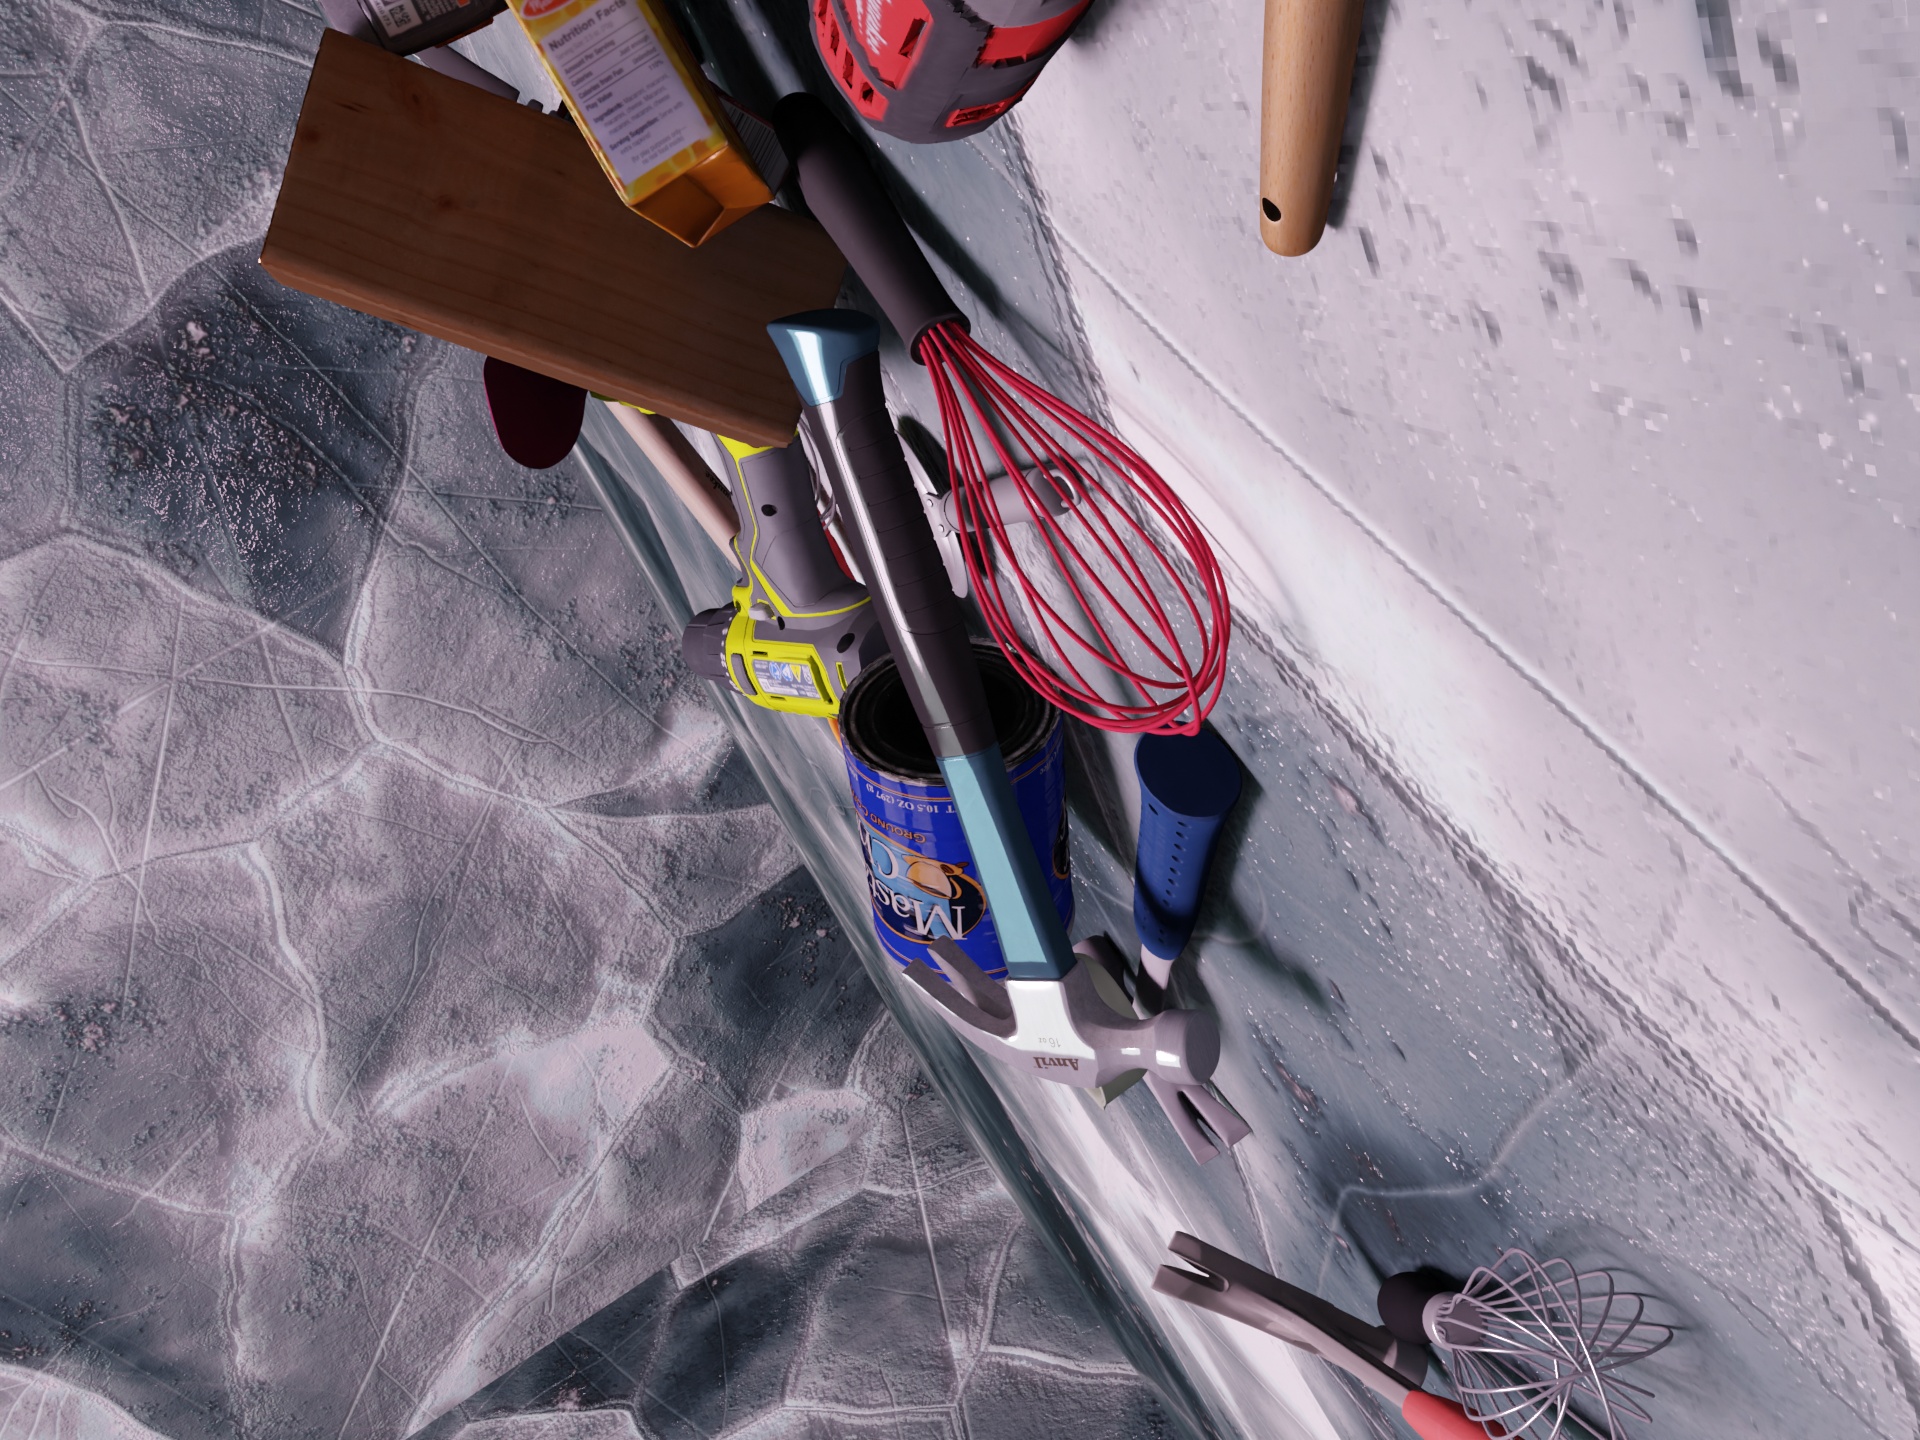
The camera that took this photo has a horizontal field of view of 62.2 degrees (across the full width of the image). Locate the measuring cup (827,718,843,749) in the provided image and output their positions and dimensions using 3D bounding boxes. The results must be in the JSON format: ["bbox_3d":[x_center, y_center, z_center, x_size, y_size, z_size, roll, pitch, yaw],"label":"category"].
[{"bbox_3d":[-0.003,-0.007,0.859,0.174,0.052,0.095,13,119,45],"label":"measuring cup"}]

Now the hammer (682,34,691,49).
[{"bbox_3d":[-0.096,-0.287,0.542,0.130,0.031,0.332,64,168,-27],"label":"hammer"}]

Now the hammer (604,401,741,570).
[{"bbox_3d":[-0.205,-0.197,0.963,0.410,0.038,0.146,54,-167,-36],"label":"hammer"}]

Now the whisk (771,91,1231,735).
[{"bbox_3d":[0.002,-0.113,0.528,0.296,0.073,0.073,60,171,26],"label":"whisk"}]

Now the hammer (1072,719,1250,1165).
[{"bbox_3d":[0.098,0.109,0.750,0.144,0.035,0.405,54,168,23],"label":"hammer"}]

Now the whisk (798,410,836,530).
[{"bbox_3d":[-0.122,-0.207,0.850,0.055,0.055,0.238,37,151,62],"label":"whisk"}]

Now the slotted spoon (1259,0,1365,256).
[{"bbox_3d":[0.052,-0.175,0.204,0.070,0.031,0.313,49,168,25],"label":"slotted spoon"}]

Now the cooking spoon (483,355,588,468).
[{"bbox_3d":[-0.197,-0.192,0.869,0.319,0.017,0.068,-71,-28,-70],"label":"cooking spoon"}]

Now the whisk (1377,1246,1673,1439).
[{"bbox_3d":[0.196,0.233,0.605,0.070,0.070,0.284,55,174,15],"label":"whisk"}]

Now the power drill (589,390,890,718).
[{"bbox_3d":[-0.114,-0.107,0.819,0.191,0.080,0.228,8,124,50],"label":"power drill"}]

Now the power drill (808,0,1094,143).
[{"bbox_3d":[-0.037,-0.235,0.317,0.219,0.078,0.143,57,169,-8],"label":"power drill"}]

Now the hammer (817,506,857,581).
[{"bbox_3d":[-0.099,-0.133,0.955,0.386,0.038,0.143,62,167,-17],"label":"hammer"}]

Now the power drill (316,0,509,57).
[{"bbox_3d":[-0.232,-0.373,0.658,0.227,0.084,0.164,-99,-13,-57],"label":"power drill"}]

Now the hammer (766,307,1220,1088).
[{"bbox_3d":[-0.001,-0.002,0.628,0.128,0.033,0.331,-7,109,38],"label":"hammer"}]

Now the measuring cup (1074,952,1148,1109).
[{"bbox_3d":[0.059,0.155,0.856,0.083,0.038,0.167,60,171,-4],"label":"measuring cup"}]

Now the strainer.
[{"bbox_3d":[-0.004,-0.088,0.661,0.087,0.050,0.258,65,165,-11],"label":"strainer"}]

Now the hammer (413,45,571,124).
[{"bbox_3d":[-0.234,-0.318,0.872,0.127,0.034,0.337,28,-171,-16],"label":"hammer"}]

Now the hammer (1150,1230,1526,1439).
[{"bbox_3d":[0.209,0.290,0.628,0.149,0.037,0.359,28,171,-14],"label":"hammer"}]
